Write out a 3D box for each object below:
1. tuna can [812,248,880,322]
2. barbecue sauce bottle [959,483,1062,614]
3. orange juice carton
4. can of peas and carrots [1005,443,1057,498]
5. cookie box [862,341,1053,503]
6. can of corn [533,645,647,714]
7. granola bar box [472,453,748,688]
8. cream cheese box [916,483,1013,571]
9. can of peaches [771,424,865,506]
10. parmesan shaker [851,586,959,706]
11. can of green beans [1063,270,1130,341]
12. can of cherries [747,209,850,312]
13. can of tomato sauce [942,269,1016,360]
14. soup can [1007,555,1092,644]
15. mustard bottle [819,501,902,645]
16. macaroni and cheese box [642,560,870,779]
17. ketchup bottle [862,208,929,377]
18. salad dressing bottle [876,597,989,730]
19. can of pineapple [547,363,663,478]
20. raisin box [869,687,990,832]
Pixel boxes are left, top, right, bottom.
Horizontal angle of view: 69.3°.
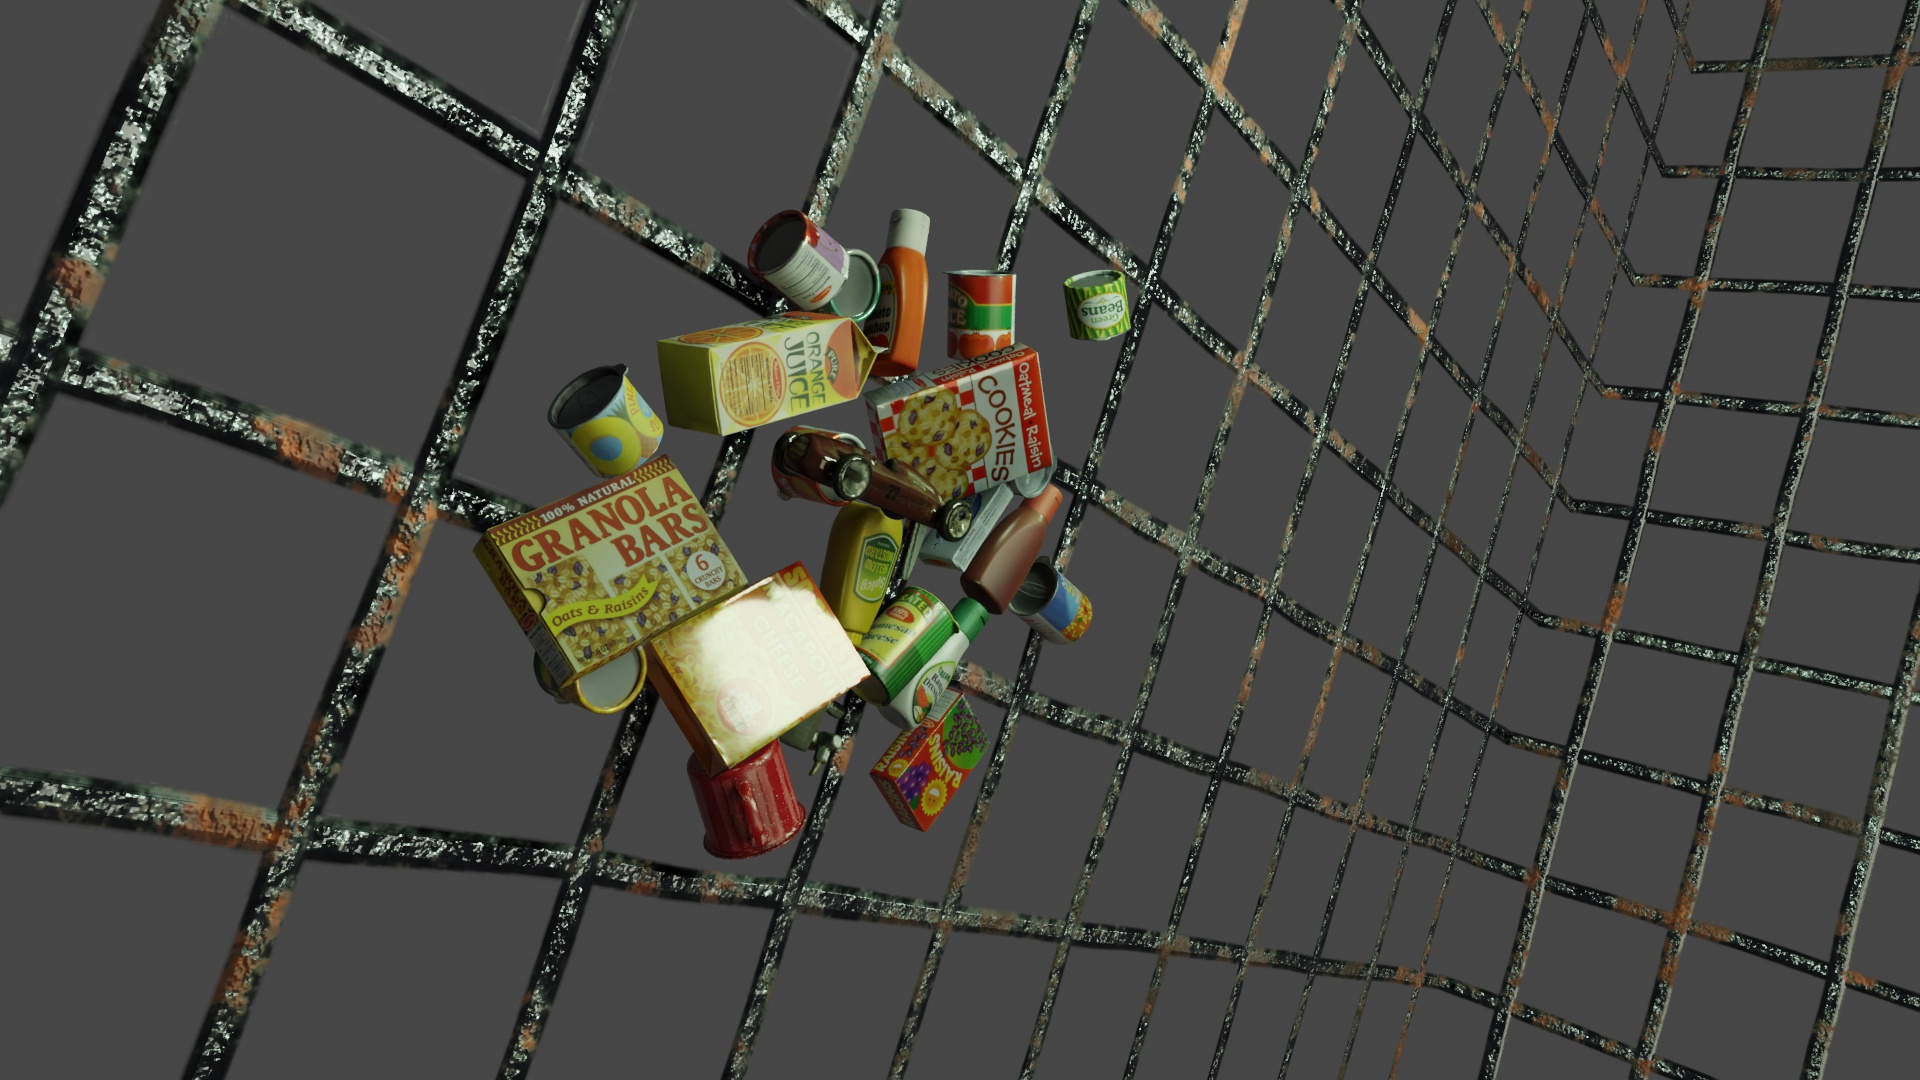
[{"bbox_3d":[-0.105,-0.223,1.227,0.071,0.033,0.071,-15,110,-46],"label":"tuna can"},{"bbox_3d":[0.058,0.003,1.464,0.149,0.043,0.064,-56,135,-24],"label":"barbecue sauce bottle"},{"bbox_3d":[-0.152,-0.147,1.163,0.193,0.072,0.072,-23,116,-44],"label":"orange juice carton"},{"bbox_3d":[0.055,-0.081,1.428,0.071,0.059,0.070,-16,112,-47],"label":"can of peas and carrots"},{"bbox_3d":[0.001,-0.105,1.319,0.168,0.040,0.122,-21,122,-17],"label":"cookie box"},{"bbox_3d":[-0.287,0.100,1.079,0.071,0.058,0.071,-15,110,-46],"label":"can of corn"},{"bbox_3d":[-0.262,0.019,1.056,0.166,0.039,0.124,-30,85,-41],"label":"granola bar box"},{"bbox_3d":[0.005,-0.017,1.390,0.104,0.053,0.024,-57,134,-23],"label":"cream cheese box"},{"bbox_3d":[-0.124,-0.064,1.226,0.071,0.058,0.071,-16,111,-47],"label":"can of peaches"},{"bbox_3d":[-0.059,0.103,1.332,0.103,0.071,0.071,-46,131,-31],"label":"parmesan shaker"},{"bbox_3d":[0.146,-0.251,1.482,0.071,0.071,0.057,-33,123,-39],"label":"can of green beans"},{"bbox_3d":[-0.137,-0.236,1.166,0.058,0.071,0.071,35,73,-47],"label":"can of cherries"},{"bbox_3d":[0.018,-0.218,1.346,0.071,0.071,0.083,-15,111,-46],"label":"can of tomato sauce"},{"bbox_3d":[0.097,0.066,1.506,0.083,0.071,0.071,40,69,-47],"label":"soup can"},{"bbox_3d":[-0.099,0.046,1.289,0.065,0.049,0.160,15,88,-48],"label":"mustard bottle"},{"bbox_3d":[-0.174,0.106,1.183,0.167,0.040,0.123,-31,89,-41],"label":"macaroni and cheese box"},{"bbox_3d":[-0.056,-0.225,1.264,0.043,0.064,0.149,16,79,-38],"label":"ketchup bottle"},{"bbox_3d":[-0.025,0.122,1.397,0.148,0.044,0.064,-52,144,-27],"label":"salad dressing bottle"},{"bbox_3d":[-0.266,-0.090,1.049,0.071,0.071,0.057,-55,136,-24],"label":"can of pineapple"},{"bbox_3d":[-0.030,0.223,1.422,0.124,0.040,0.085,-50,134,-30],"label":"raisin box"}]
